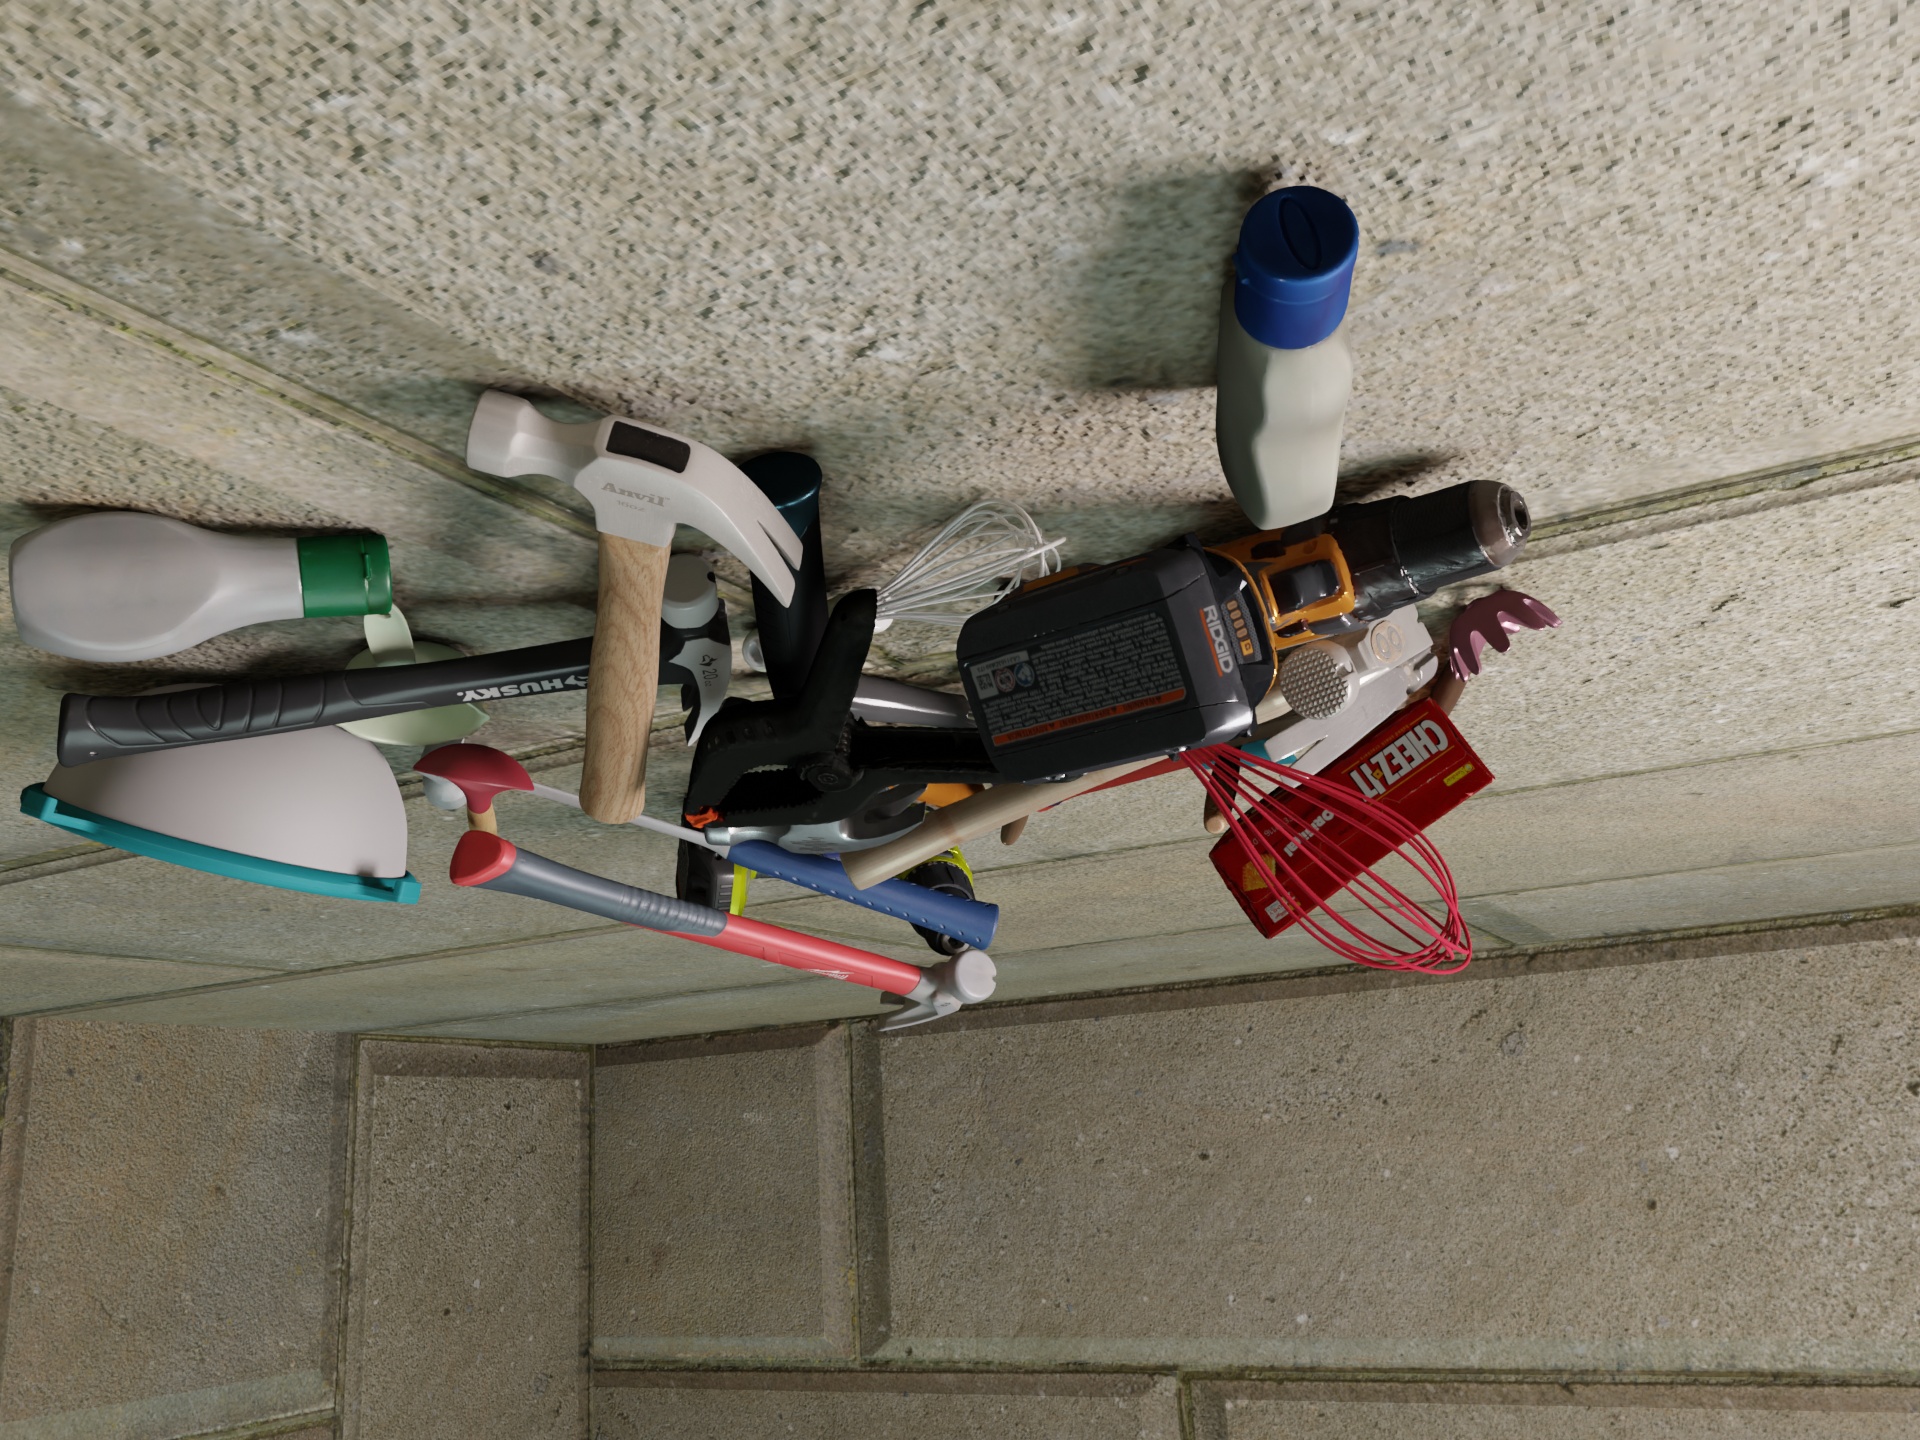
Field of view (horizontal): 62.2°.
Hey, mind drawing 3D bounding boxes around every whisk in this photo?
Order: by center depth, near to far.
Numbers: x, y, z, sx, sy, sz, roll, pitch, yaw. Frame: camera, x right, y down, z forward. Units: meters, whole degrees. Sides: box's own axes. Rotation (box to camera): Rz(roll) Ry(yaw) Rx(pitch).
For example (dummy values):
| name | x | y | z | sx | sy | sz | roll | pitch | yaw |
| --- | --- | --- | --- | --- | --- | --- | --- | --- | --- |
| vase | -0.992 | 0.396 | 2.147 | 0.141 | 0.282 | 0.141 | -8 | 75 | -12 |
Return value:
| name | x | y | z | sx | sy | sz | roll | pitch | yaw |
| --- | --- | --- | --- | --- | --- | --- | --- | --- | --- |
| whisk | 0.128 | 0.023 | 0.785 | 0.073 | 0.296 | 0.073 | -44 | 162 | -19 |
| whisk | -0.039 | -0.057 | 0.792 | 0.059 | 0.058 | 0.246 | -27 | -172 | -40 |
| whisk | -0.002 | -0.002 | 1.001 | 0.238 | 0.055 | 0.055 | 10 | 160 | -29 |

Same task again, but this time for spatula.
| name | x | y | z | sx | sy | sz | roll | pitch | yaw |
| --- | --- | --- | --- | --- | --- | --- | --- | --- | --- |
| spatula | 0.185 | 0.043 | 1.088 | 0.082 | 0.044 | 0.317 | -4 | -171 | 13 |
| spatula | 0.041 | 0.065 | 1.168 | 0.060 | 0.018 | 0.315 | 20 | 169 | 4 |

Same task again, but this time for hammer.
| name | x | y | z | sx | sy | sz | roll | pitch | yaw |
| --- | --- | --- | --- | --- | --- | --- | --- | --- | --- |
| hammer | -0.152 | -0.028 | 0.732 | 0.130 | 0.031 | 0.331 | 14 | 151 | -7 |
| hammer | -0.081 | -0.017 | 0.793 | 0.128 | 0.033 | 0.330 | 3 | 149 | 1 |
| hammer | -0.282 | -0.014 | 0.805 | 0.334 | 0.035 | 0.146 | -8 | 154 | -6 |
| hammer | 0.081 | 0.025 | 0.945 | 0.410 | 0.038 | 0.146 | -25 | 180 | 39 |
| hammer | 0.141 | 0.024 | 1.056 | 0.149 | 0.036 | 0.359 | -32 | -173 | -33 |
| hammer | -0.038 | 0.035 | 1.081 | 0.127 | 0.034 | 0.336 | 12 | 175 | 19 |
| hammer | -0.167 | 0.083 | 1.084 | 0.405 | 0.035 | 0.144 | 18 | 159 | -9 |
| hammer | -0.171 | 0.152 | 1.119 | 0.386 | 0.038 | 0.143 | 20 | 150 | -28 |

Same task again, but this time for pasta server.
| name | x | y | z | sx | sy | sz | roll | pitch | yaw |
| --- | --- | --- | --- | --- | --- | --- | --- | --- | --- |
| pasta server | 0.317 | -0.023 | 1.002 | 0.060 | 0.040 | 0.316 | -31 | 164 | 1 |

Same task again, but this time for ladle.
| name | x | y | z | sx | sy | sz | roll | pitch | yaw |
| --- | --- | --- | --- | --- | --- | --- | --- | --- | --- |
| ladle | -0.311 | 0.061 | 1.035 | 0.069 | 0.031 | 0.315 | 12 | 162 | -11 |

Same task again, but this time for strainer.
| name | x | y | z | sx | sy | sz | roll | pitch | yaw |
| --- | --- | --- | --- | --- | --- | --- | --- | --- | --- |
| strainer | -0.429 | 0.026 | 0.960 | 0.210 | 0.095 | 0.340 | 18 | 177 | -24 |

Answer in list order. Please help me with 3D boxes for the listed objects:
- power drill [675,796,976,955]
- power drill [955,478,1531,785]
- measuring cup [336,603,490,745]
| name | x | y | z | sx | sy | sz | roll | pitch | yaw |
| --- | --- | --- | --- | --- | --- | --- | --- | --- | --- |
| power drill | -0.101 | 0.124 | 1.243 | 0.228 | 0.080 | 0.191 | 4 | -160 | -15 |
| power drill | 0.129 | -0.049 | 0.686 | 0.185 | 0.084 | 0.226 | -15 | -174 | 39 |
| measuring cup | -0.296 | -0.035 | 0.843 | 0.083 | 0.038 | 0.167 | -2 | 156 | -13 |
